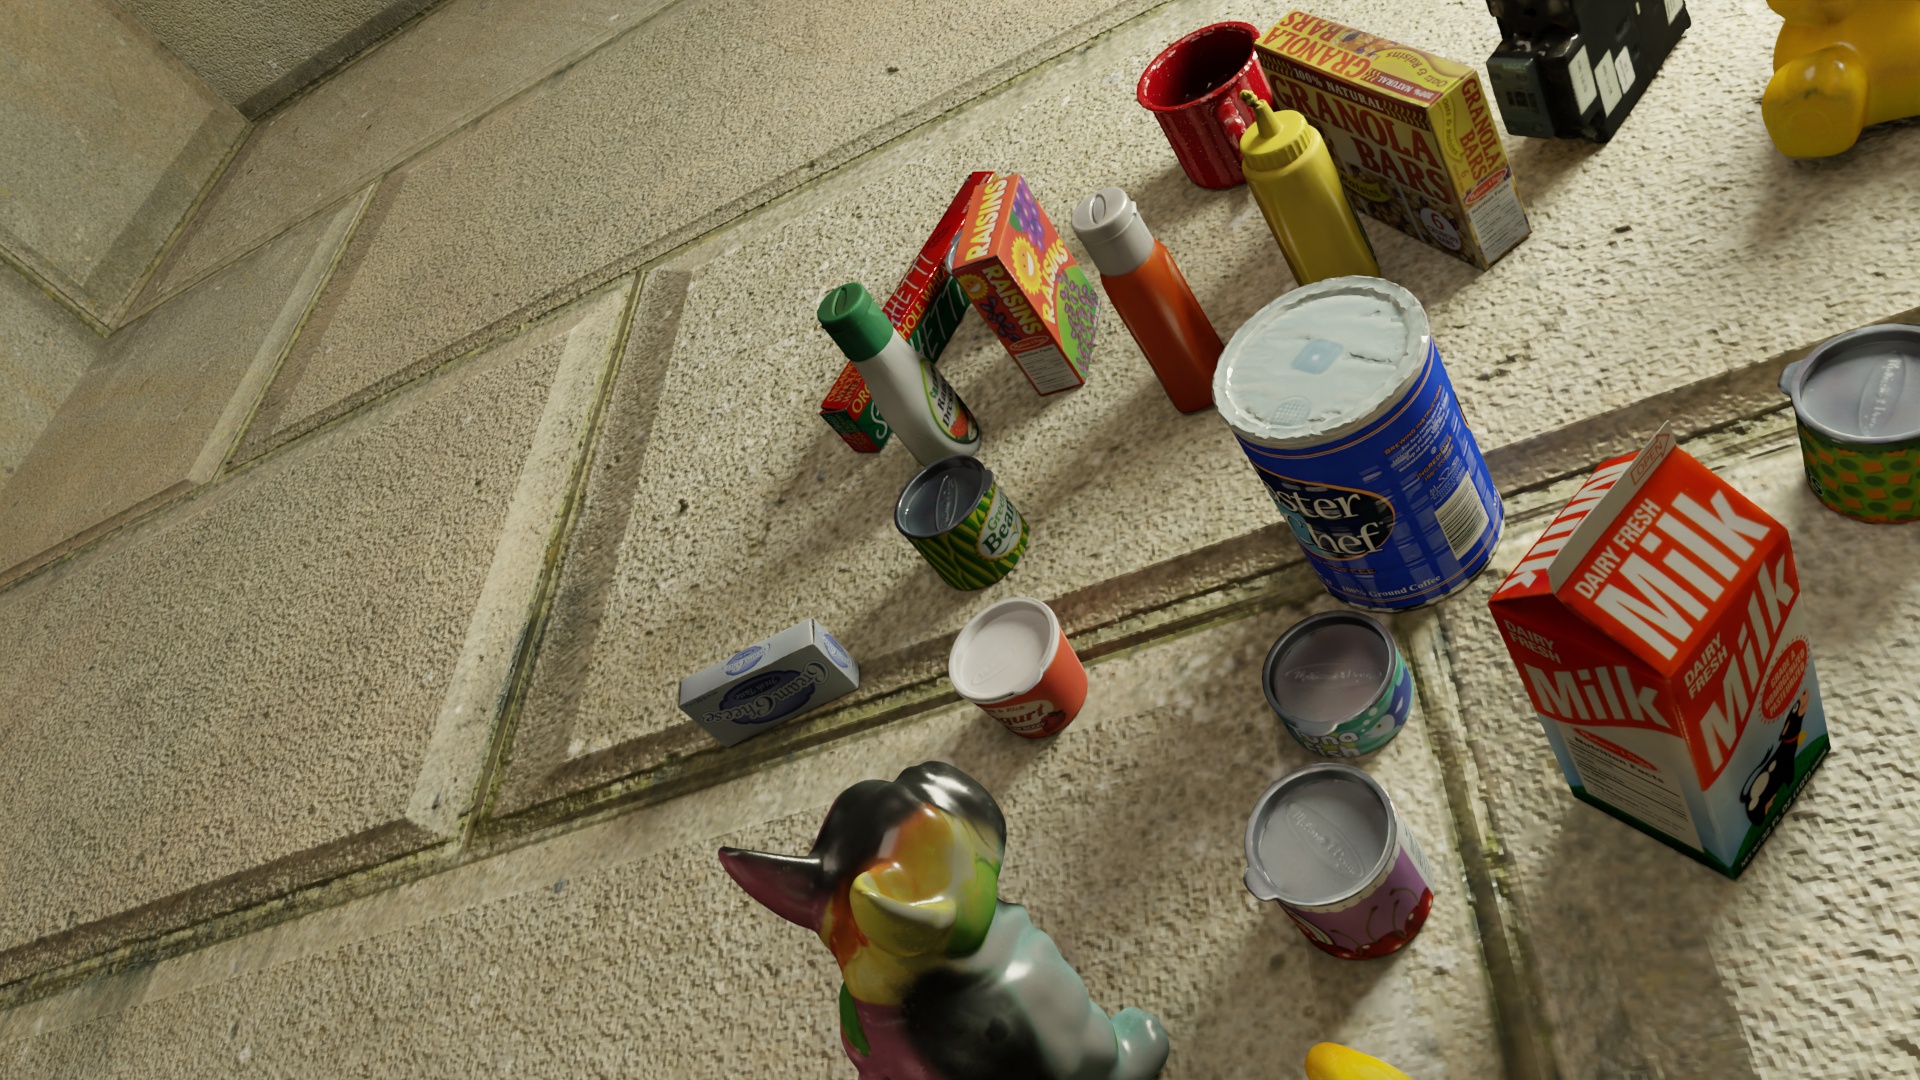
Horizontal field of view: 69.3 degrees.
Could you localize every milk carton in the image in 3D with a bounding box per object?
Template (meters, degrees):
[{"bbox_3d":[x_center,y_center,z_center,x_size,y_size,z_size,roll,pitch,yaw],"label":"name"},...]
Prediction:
[{"bbox_3d":[0.260,0.041,0.517,0.072,0.190,0.073,-48,40,-10],"label":"milk carton"}]

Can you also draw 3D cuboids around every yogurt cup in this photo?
[{"bbox_3d":[0.035,0.073,0.770,0.072,0.053,0.073,-21,43,21],"label":"yogurt cup"}]

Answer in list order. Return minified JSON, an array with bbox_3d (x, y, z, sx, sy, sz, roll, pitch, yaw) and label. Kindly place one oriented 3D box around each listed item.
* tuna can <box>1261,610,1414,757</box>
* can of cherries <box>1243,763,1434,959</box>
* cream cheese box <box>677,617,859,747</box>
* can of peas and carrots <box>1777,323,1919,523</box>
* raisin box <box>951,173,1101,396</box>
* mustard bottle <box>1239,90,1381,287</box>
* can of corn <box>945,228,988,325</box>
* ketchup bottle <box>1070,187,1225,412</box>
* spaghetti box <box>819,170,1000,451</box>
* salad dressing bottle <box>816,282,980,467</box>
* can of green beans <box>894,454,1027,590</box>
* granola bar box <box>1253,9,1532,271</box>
[{"bbox_3d":[0.182,0.072,0.672,0.071,0.032,0.071,-21,43,21],"label":"tuna can"},{"bbox_3d":[0.163,0.141,0.602,0.071,0.058,0.072,-21,43,21],"label":"can of cherries"},{"bbox_3d":[-0.121,0.090,0.876,0.103,0.053,0.024,-26,41,16],"label":"cream cheese box"},{"bbox_3d":[0.396,-0.050,0.599,0.071,0.058,0.071,-21,43,21],"label":"can of peas and carrots"},{"bbox_3d":[0.046,-0.171,0.937,0.040,0.123,0.086,-11,47,31],"label":"raisin box"},{"bbox_3d":[0.201,-0.201,0.814,0.048,0.159,0.065,-28,41,15],"label":"mustard bottle"},{"bbox_3d":[0.030,-0.199,1.027,0.071,0.058,0.071,-21,43,21],"label":"can of corn"},{"bbox_3d":[0.116,-0.146,0.838,0.043,0.148,0.065,-20,43,23],"label":"ketchup bottle"},{"bbox_3d":[-0.026,-0.177,1.056,0.028,0.050,0.251,6,57,42],"label":"spaghetti box"},{"bbox_3d":[-0.040,-0.108,0.925,0.044,0.147,0.064,-19,44,24],"label":"salad dressing bottle"},{"bbox_3d":[0.001,-0.011,0.872,0.071,0.057,0.071,-21,43,21],"label":"can of green beans"},{"bbox_3d":[0.257,-0.244,0.839,0.039,0.124,0.166,-40,39,0],"label":"granola bar box"}]
